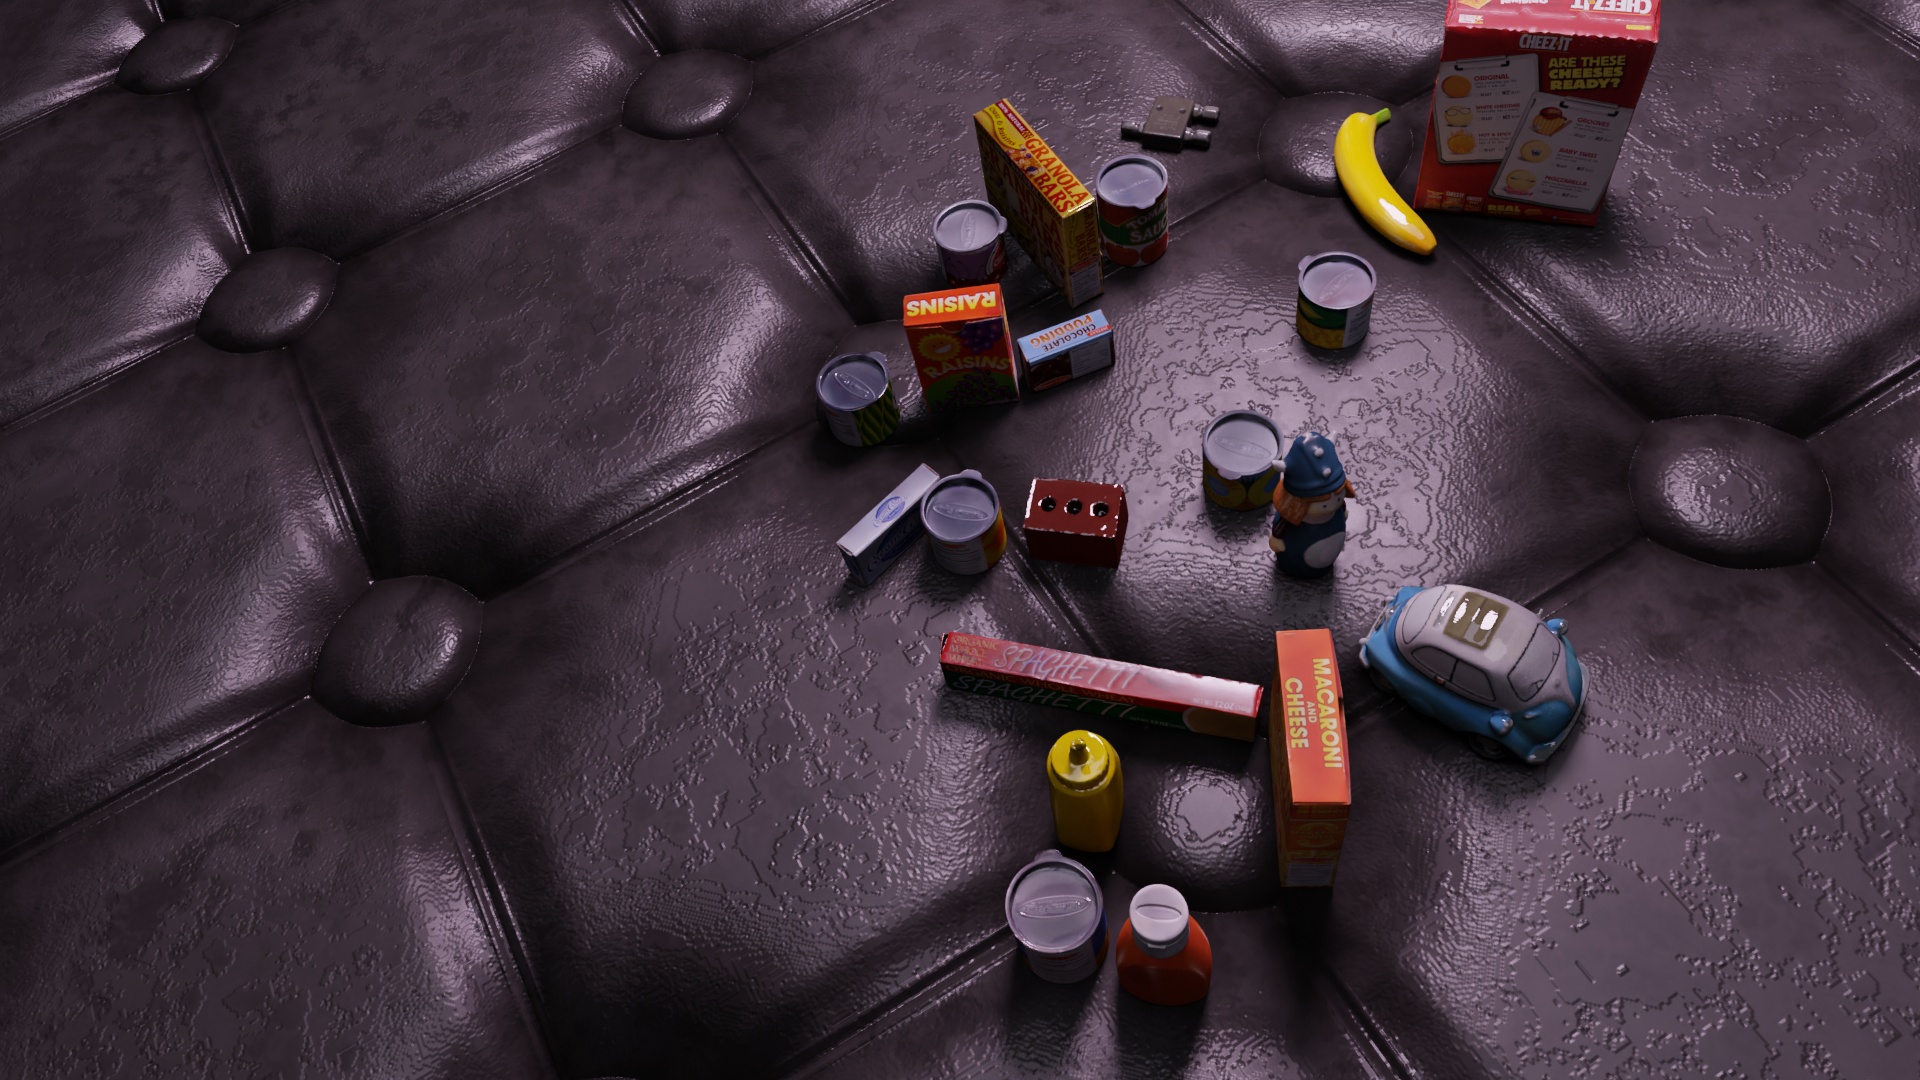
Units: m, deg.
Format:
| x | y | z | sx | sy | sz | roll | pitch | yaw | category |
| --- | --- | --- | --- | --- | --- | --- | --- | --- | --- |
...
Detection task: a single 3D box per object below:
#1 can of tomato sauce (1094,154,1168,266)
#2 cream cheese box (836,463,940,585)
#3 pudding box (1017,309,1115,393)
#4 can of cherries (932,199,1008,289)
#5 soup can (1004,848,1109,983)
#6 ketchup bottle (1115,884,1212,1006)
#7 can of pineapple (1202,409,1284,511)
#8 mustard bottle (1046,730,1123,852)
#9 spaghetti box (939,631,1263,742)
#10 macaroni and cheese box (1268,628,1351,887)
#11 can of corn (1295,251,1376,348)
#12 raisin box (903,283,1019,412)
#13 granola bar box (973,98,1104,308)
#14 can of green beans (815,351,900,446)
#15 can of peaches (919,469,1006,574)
| x | y | z | sx | sy | sz | roll | pitch | yaw | category |
| --- | --- | --- | --- | --- | --- | --- | --- | --- | --- |
| 0.163 | -0.308 | 1.306 | 0.071 | 0.082 | 0.071 | -4 | 58 | 7 | can of tomato sauce |
| -0.056 | -0.013 | 1.176 | 0.024 | 0.053 | 0.104 | 37 | 71 | 27 | cream cheese box |
| 0.096 | -0.170 | 1.251 | 0.084 | 0.049 | 0.030 | -21 | 57 | -4 | pudding box |
| 0.013 | -0.281 | 1.329 | 0.071 | 0.058 | 0.072 | -4 | 58 | 7 | can of cherries |
| 0.068 | 0.262 | 0.965 | 0.071 | 0.083 | 0.071 | -4 | 58 | 7 | soup can |
| 0.133 | 0.267 | 0.912 | 0.065 | 0.148 | 0.044 | 3 | 59 | 12 | ketchup bottle |
| 0.233 | -0.065 | 1.157 | 0.071 | 0.057 | 0.071 | -4 | 58 | 7 | can of pineapple |
| 0.087 | 0.169 | 0.975 | 0.049 | 0.159 | 0.065 | 4 | 60 | 12 | mustard bottle |
| 0.105 | 0.112 | 1.072 | 0.250 | 0.050 | 0.029 | 9 | 60 | 15 | spaghetti box |
| 0.238 | 0.153 | 0.955 | 0.040 | 0.165 | 0.124 | -3 | 58 | 8 | macaroni and cheese box |
| 0.330 | -0.214 | 1.233 | 0.071 | 0.058 | 0.071 | -4 | 58 | 7 | can of corn |
| 0.002 | -0.167 | 1.221 | 0.086 | 0.123 | 0.040 | -6 | 58 | 6 | raisin box |
| 0.075 | -0.316 | 1.301 | 0.039 | 0.123 | 0.166 | -29 | 58 | -8 | granola bar box |
| -0.091 | -0.126 | 1.250 | 0.071 | 0.057 | 0.071 | -4 | 58 | 7 | can of green beans |
| 0.004 | -0.015 | 1.164 | 0.071 | 0.057 | 0.071 | -4 | 58 | 7 | can of peaches |
